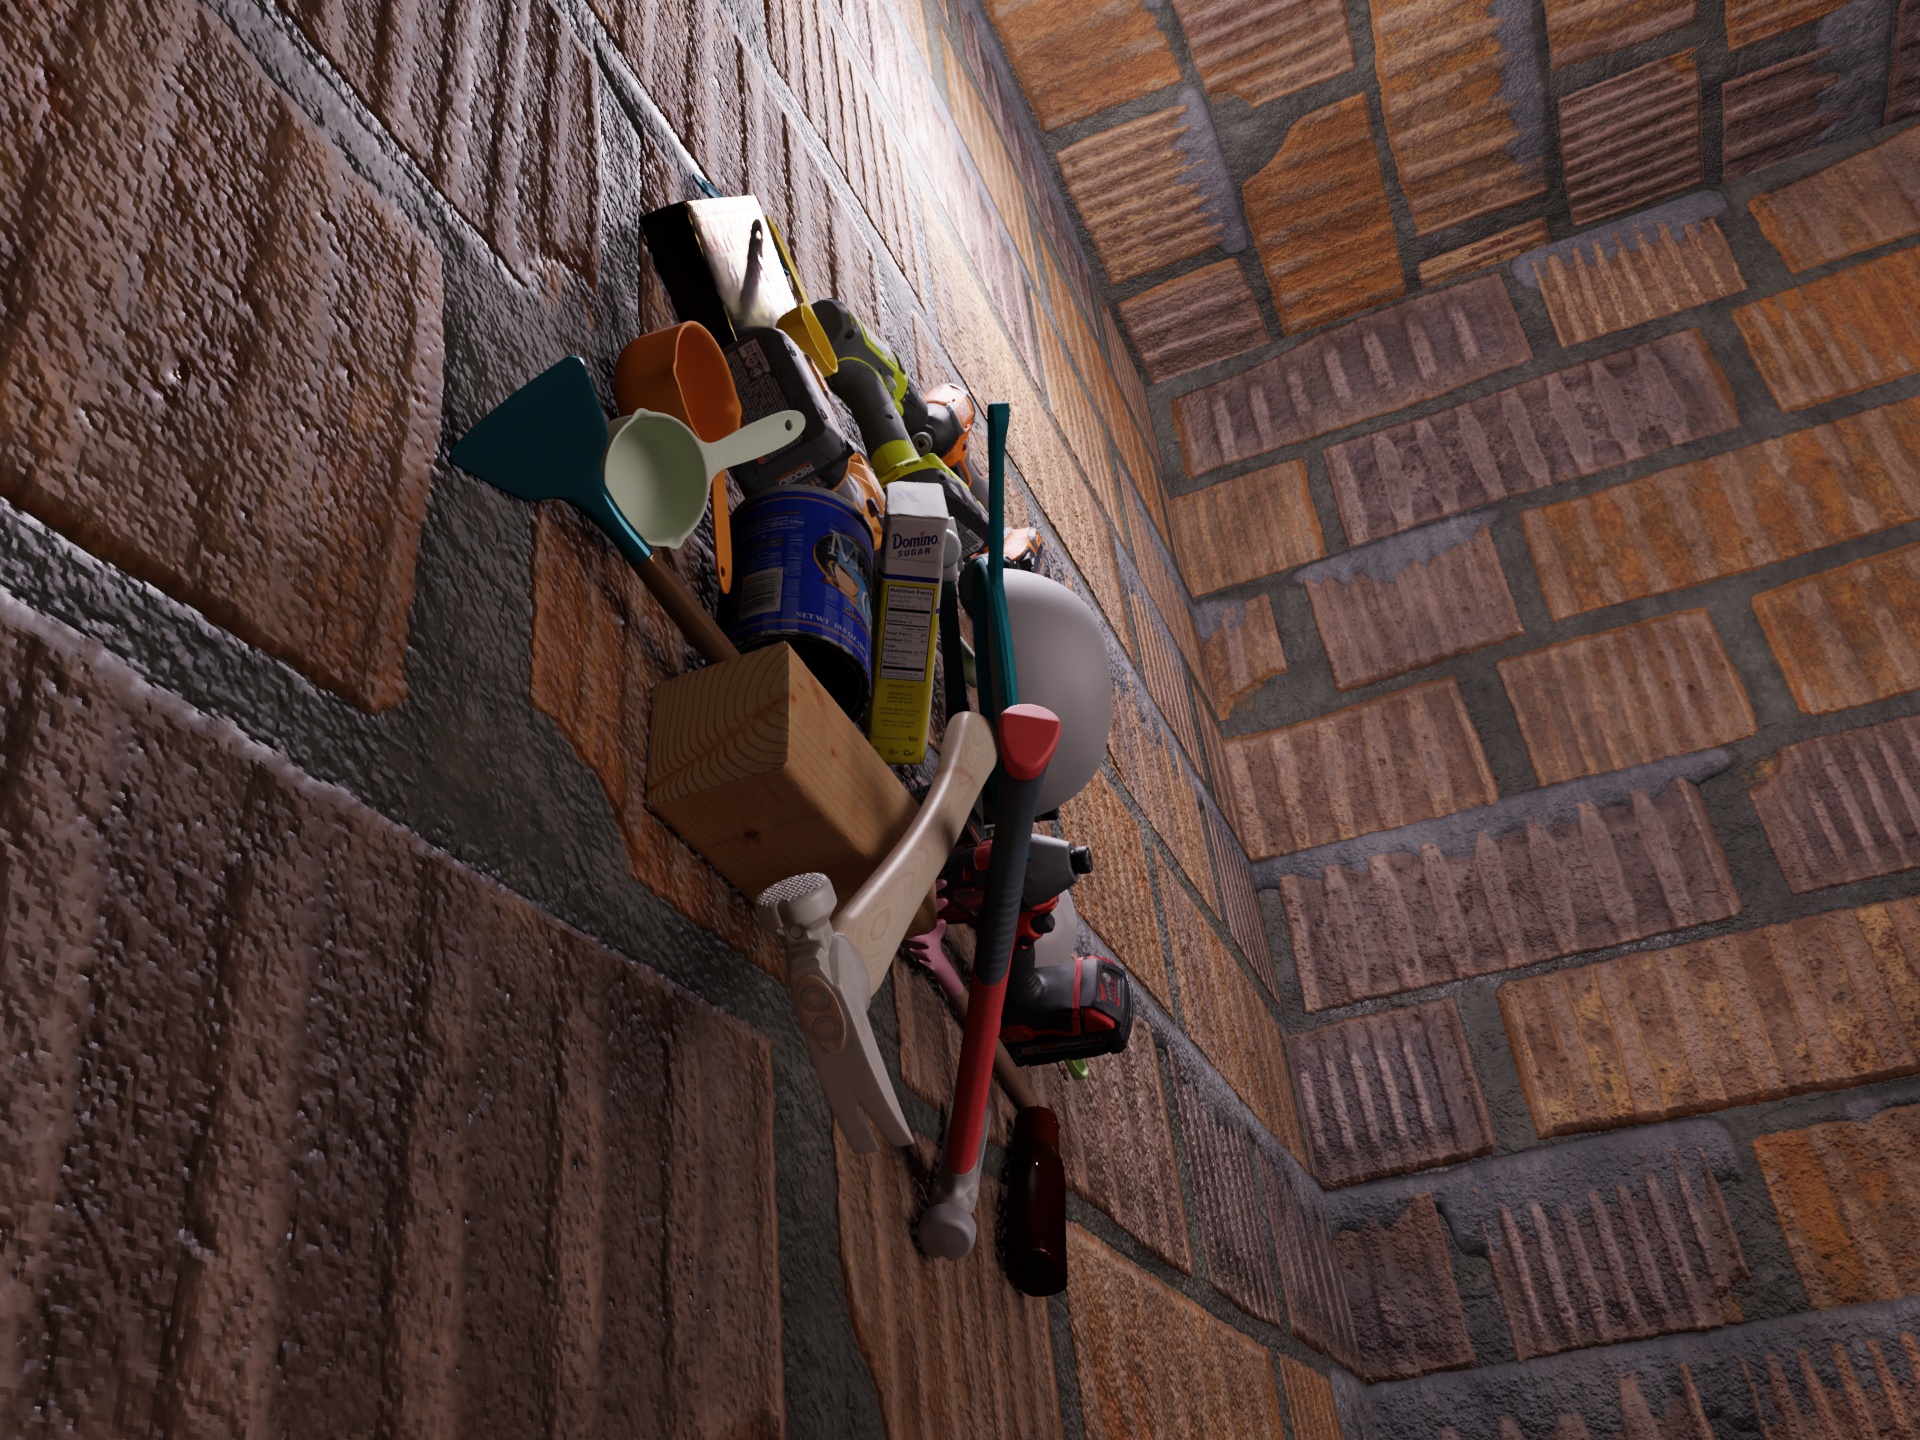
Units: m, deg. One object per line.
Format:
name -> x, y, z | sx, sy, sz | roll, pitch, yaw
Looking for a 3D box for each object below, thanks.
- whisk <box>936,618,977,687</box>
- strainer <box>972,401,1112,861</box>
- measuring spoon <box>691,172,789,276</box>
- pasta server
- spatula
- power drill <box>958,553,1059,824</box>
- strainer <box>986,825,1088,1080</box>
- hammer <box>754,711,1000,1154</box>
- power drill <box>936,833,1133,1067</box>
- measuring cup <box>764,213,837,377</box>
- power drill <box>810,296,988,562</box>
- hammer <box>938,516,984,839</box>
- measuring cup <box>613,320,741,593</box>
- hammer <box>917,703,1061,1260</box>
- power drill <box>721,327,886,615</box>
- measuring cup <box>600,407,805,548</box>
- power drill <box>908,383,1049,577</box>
whisk -> -0.017, -0.078, 1.473 | 0.058, 0.059, 0.246 | -65, 157, -9
strainer -> 0.065, -0.077, 1.180 | 0.211, 0.095, 0.340 | -101, -172, -57
measuring spoon -> -0.183, -0.400, 1.294 | 0.128, 0.021, 0.042 | 33, 30, -53
pasta server -> 0.012, 0.229, 1.259 | 0.060, 0.040, 0.315 | -74, 147, -42
spatula -> -0.164, -0.070, 0.901 | 0.044, 0.082, 0.317 | 43, -9, 49
power drill -> 0.045, -0.022, 1.471 | 0.171, 0.080, 0.223 | 51, 37, -69
strainer -> 0.087, 0.223, 1.456 | 0.152, 0.069, 0.256 | -75, 143, -62
hammer -> -0.023, 0.090, 0.951 | 0.411, 0.038, 0.146 | -57, 130, -69
power drill -> 0.062, 0.179, 1.289 | 0.079, 0.143, 0.219 | -81, 152, -50
measuring cup -> -0.135, -0.326, 1.224 | 0.157, 0.029, 0.062 | 68, 12, 23
power drill -> -0.052, -0.240, 1.384 | 0.190, 0.080, 0.229 | 31, 31, -61
hammer -> -0.002, -0.004, 1.306 | 0.128, 0.033, 0.331 | -95, 180, -73
measuring cup -> -0.177, -0.162, 1.003 | 0.095, 0.052, 0.174 | 10, 73, -73
hammer -> 0.020, 0.160, 1.034 | 0.143, 0.038, 0.386 | -74, 173, -63
power drill -> -0.093, -0.157, 1.157 | 0.185, 0.084, 0.226 | 64, 7, 25
measuring cup -> -0.159, -0.157, 0.952 | 0.167, 0.038, 0.083 | -34, 119, -45
power drill -> 0.008, -0.229, 1.647 | 0.226, 0.084, 0.164 | 64, 18, -15
